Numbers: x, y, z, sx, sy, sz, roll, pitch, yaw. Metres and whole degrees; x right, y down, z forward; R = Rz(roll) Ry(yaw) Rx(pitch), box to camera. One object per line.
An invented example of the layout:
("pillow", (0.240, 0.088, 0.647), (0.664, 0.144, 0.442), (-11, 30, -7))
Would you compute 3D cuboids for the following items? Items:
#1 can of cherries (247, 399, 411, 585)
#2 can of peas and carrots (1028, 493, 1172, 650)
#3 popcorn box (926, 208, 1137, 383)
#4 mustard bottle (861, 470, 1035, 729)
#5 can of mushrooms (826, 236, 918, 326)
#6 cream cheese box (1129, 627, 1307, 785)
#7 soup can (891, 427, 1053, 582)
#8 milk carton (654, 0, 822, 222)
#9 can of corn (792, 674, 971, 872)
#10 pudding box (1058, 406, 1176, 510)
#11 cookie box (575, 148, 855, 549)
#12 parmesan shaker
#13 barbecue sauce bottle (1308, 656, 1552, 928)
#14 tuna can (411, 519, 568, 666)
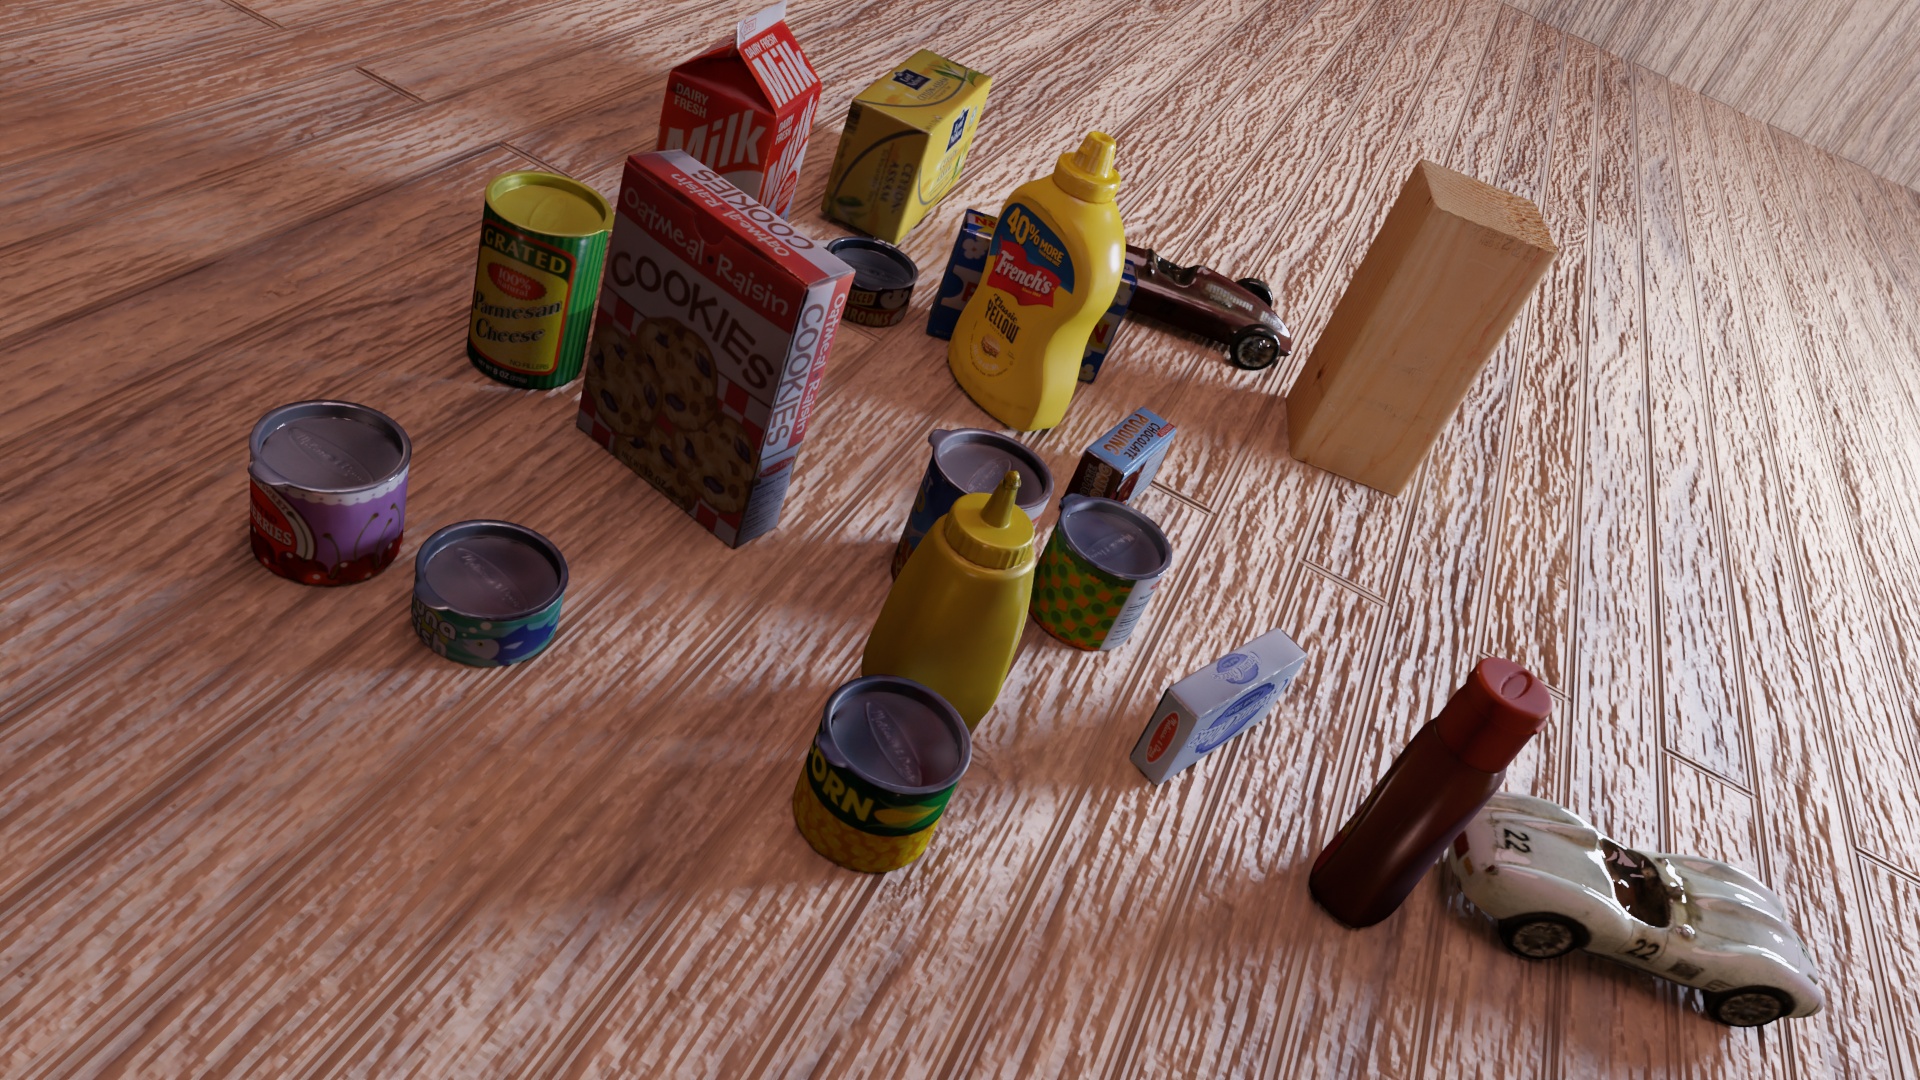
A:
("can of cherries", (-0.289, -0.021, 0.631), (0.071, 0.058, 0.072), (14, 38, -11))
("can of peas and carrots", (0.074, 0.017, 0.771), (0.071, 0.058, 0.071), (14, 38, -11))
("popcorn box", (0.049, -0.169, 0.966), (0.127, 0.084, 0.038), (16, 37, -9))
("mustard bottle", (0.001, 0.027, 0.638), (0.065, 0.159, 0.049), (1, 42, -26))
("can of mushrooms", (-0.065, -0.178, 0.961), (0.071, 0.033, 0.071), (14, 38, -11))
("cream cheese box", (0.135, 0.085, 0.724), (0.104, 0.053, 0.024), (-20, 54, -42))
("soup can", (0.003, -0.009, 0.746), (0.071, 0.083, 0.072), (14, 38, -11))
("milk carton", (-0.143, -0.240, 0.866), (0.073, 0.189, 0.073), (25, 37, 3))
("can of corn", (-0.038, 0.103, 0.608), (0.071, 0.058, 0.071), (14, 38, -11))
("pudding box", (0.099, -0.046, 0.869), (0.030, 0.049, 0.084), (34, 38, 15))
("cookie box", (-0.132, -0.097, 0.715), (0.123, 0.166, 0.040), (37, 39, 18))
("parmesan shaker", (-0.233, -0.142, 0.772), (0.071, 0.102, 0.072), (14, 38, -11))
("barbecue sauce bottle", (0.220, 0.118, 0.649), (0.044, 0.147, 0.065), (42, 41, 23))
("tuna can", (-0.217, 0.025, 0.633), (0.071, 0.032, 0.071), (14, 38, -11))
